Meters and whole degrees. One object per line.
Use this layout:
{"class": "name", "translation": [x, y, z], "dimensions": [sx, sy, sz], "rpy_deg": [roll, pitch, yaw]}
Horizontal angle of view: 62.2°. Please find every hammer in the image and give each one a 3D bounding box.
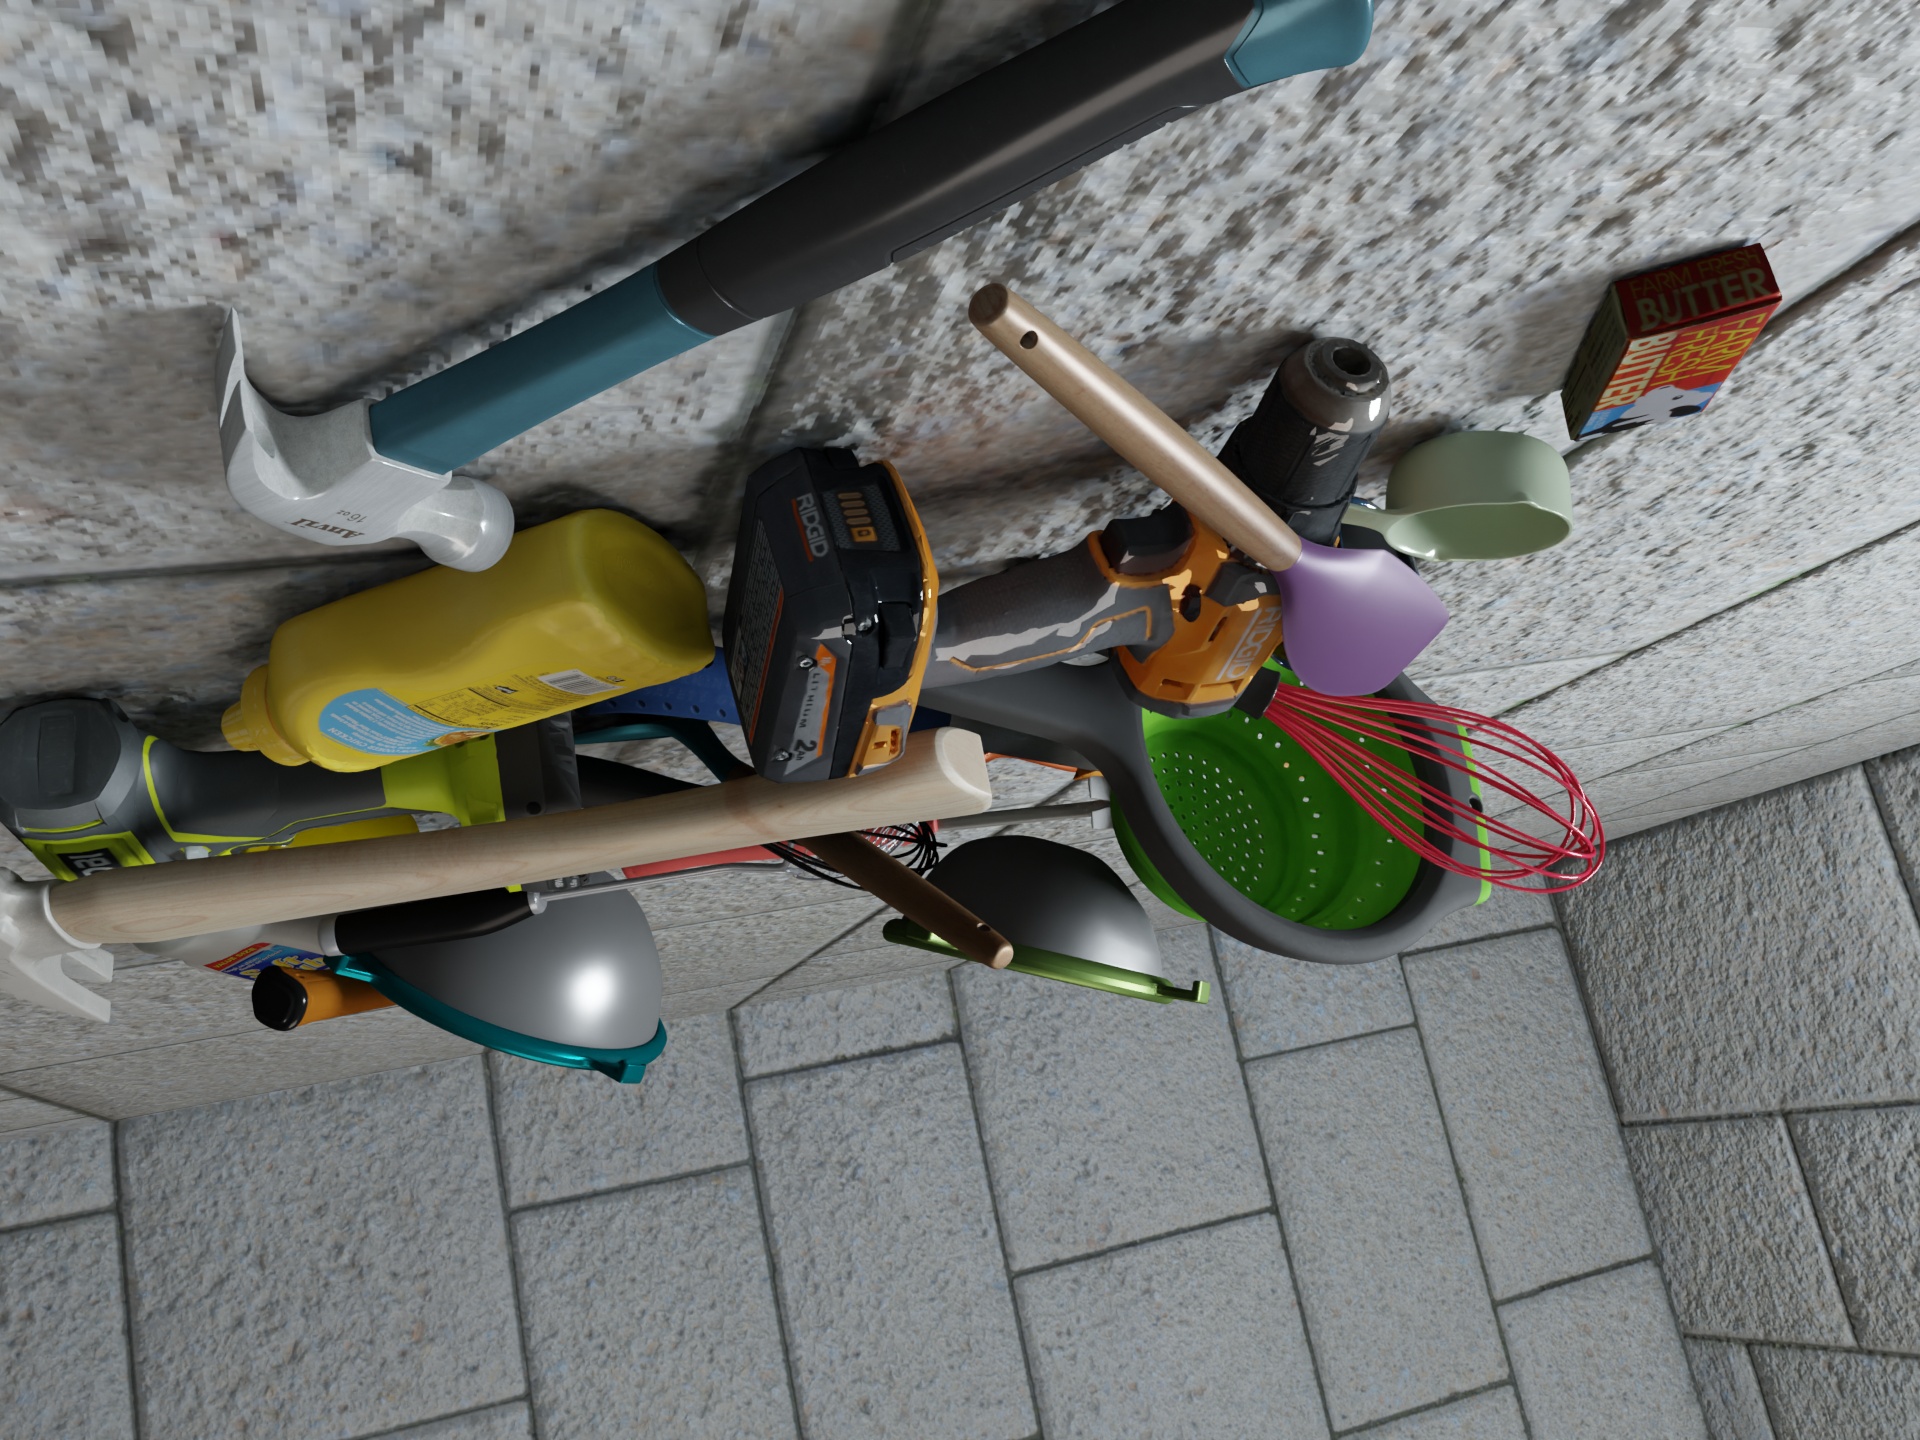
{"class": "hammer", "translation": [-0.001, -0.003, 0.792], "dimensions": [0.405, 0.144, 0.035], "rpy_deg": [10, -164, -40]}
{"class": "hammer", "translation": [-0.336, 0.169, 1.047], "dimensions": [0.127, 0.034, 0.336], "rpy_deg": [25, -176, 14]}
{"class": "hammer", "translation": [-0.192, 0.058, 0.653], "dimensions": [0.410, 0.038, 0.146], "rpy_deg": [-9, 154, -4]}
{"class": "hammer", "translation": [-0.056, -0.112, 0.401], "dimensions": [0.331, 0.033, 0.128], "rpy_deg": [-19, 166, 25]}
{"class": "hammer", "translation": [-0.061, 0.072, 1.030], "dimensions": [0.359, 0.037, 0.149], "rpy_deg": [-7, 173, 17]}

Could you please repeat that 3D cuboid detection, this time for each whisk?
{"class": "whisk", "translation": [-0.124, 0.047, 0.836], "dimensions": [0.239, 0.055, 0.055], "rpy_deg": [11, 168, 7]}
{"class": "whisk", "translation": [0.155, -0.002, 0.711], "dimensions": [0.296, 0.073, 0.073], "rpy_deg": [25, 163, 0]}

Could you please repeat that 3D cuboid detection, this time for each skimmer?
{"class": "skimmer", "translation": [-0.184, 0.063, 0.910], "dimensions": [0.363, 0.090, 0.127], "rpy_deg": [-10, 161, -2]}

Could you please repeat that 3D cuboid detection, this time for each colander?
{"class": "colander", "translation": [0.070, 0.018, 0.766], "dimensions": [0.396, 0.205, 0.094], "rpy_deg": [15, 148, -22]}

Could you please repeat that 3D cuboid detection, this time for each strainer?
{"class": "strainer", "translation": [0.029, 0.099, 0.858], "dimensions": [0.151, 0.069, 0.256], "rpy_deg": [14, 173, -11]}
{"class": "strainer", "translation": [-0.275, 0.123, 1.067], "dimensions": [0.211, 0.095, 0.340], "rpy_deg": [23, -175, -7]}

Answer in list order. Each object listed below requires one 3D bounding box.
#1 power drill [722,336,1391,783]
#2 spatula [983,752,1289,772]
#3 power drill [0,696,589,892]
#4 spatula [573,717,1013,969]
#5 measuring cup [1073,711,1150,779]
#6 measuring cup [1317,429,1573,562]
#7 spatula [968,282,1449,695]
{"class": "power drill", "translation": [0.038, -0.059, 0.579], "dimensions": [0.226, 0.084, 0.185], "rpy_deg": [-8, 150, -20]}
{"class": "spatula", "translation": [0.101, 0.038, 1.099], "dimensions": [0.322, 0.041, 0.081], "rpy_deg": [2, 171, -22]}
{"class": "power drill", "translation": [-0.284, 0.040, 0.709], "dimensions": [0.223, 0.080, 0.171], "rpy_deg": [-6, 156, -14]}
{"class": "spatula", "translation": [-0.088, 0.047, 0.737], "dimensions": [0.082, 0.044, 0.318], "rpy_deg": [-3, -157, -44]}
{"class": "measuring cup", "translation": [0.118, 0.004, 1.010], "dimensions": [0.095, 0.052, 0.173], "rpy_deg": [-13, 175, 11]}
{"class": "measuring cup", "translation": [0.175, -0.102, 0.668], "dimensions": [0.167, 0.038, 0.083], "rpy_deg": [7, 168, -8]}
{"class": "spatula", "translation": [0.095, -0.063, 0.528], "dimensions": [0.060, 0.018, 0.315], "rpy_deg": [-47, 144, 13]}
